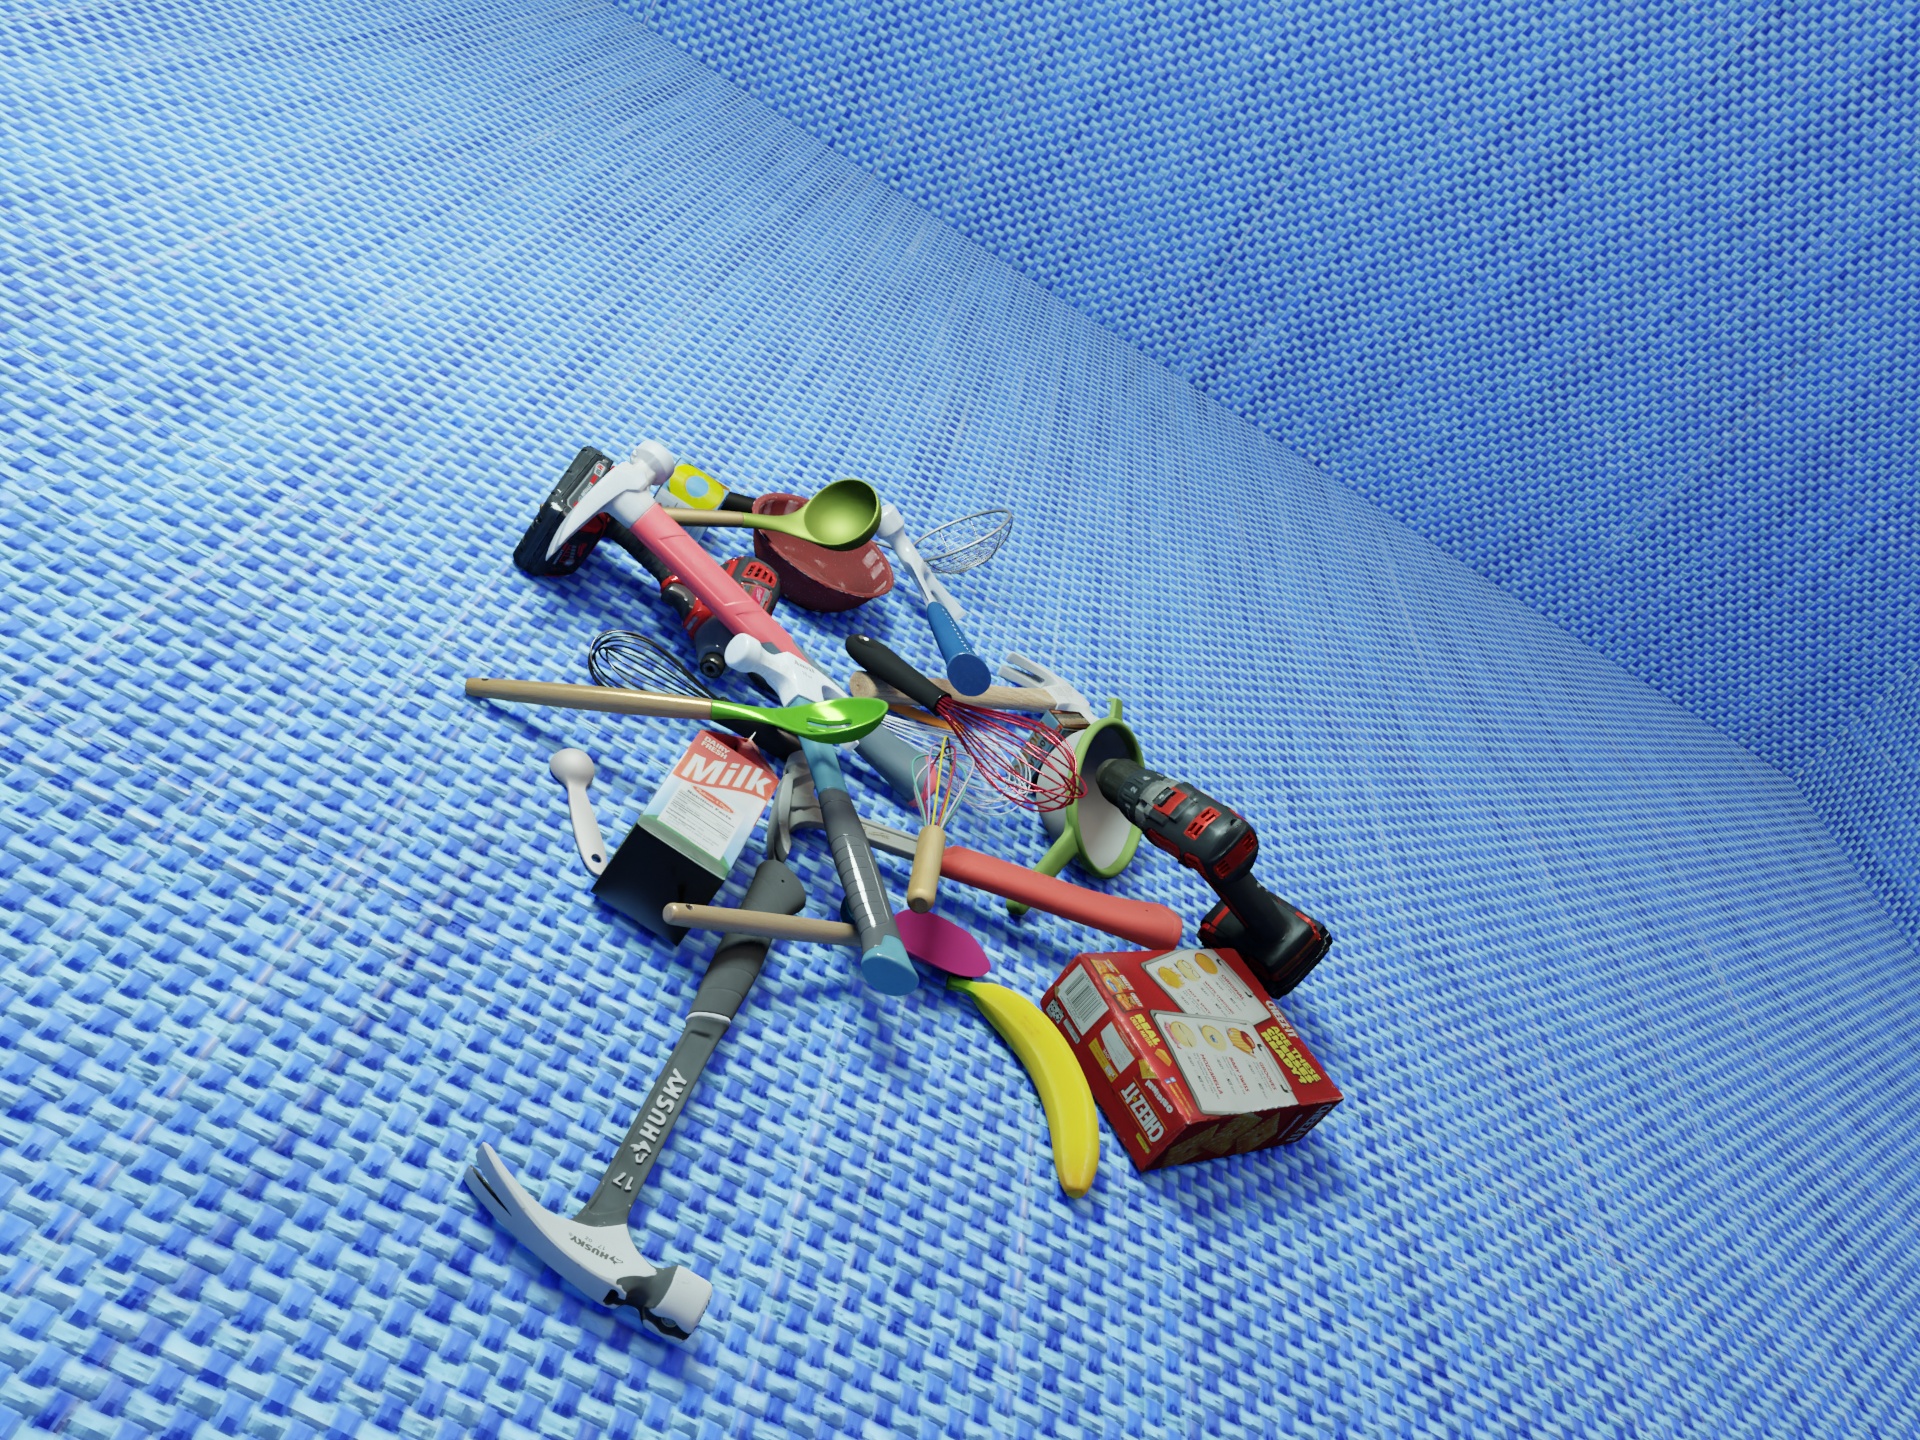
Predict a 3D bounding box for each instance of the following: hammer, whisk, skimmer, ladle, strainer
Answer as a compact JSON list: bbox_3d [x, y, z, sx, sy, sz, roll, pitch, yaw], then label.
[{"bbox_3d":[0.014,-0.026,1.583,0.331,0.031,0.130,4,36,-49],"label":"hammer"},{"bbox_3d":[0.016,0.129,1.302,0.359,0.036,0.149,20,29,-12],"label":"hammer"},{"bbox_3d":[-0.200,-0.007,1.313,0.238,0.055,0.055,28,27,-24],"label":"whisk"},{"bbox_3d":[-0.108,-0.228,1.722,0.363,0.090,0.127,12,0,-34],"label":"skimmer"},{"bbox_3d":[-0.170,-0.057,1.348,0.386,0.038,0.143,45,53,-12],"label":"hammer"},{"bbox_3d":[-0.019,-0.101,1.518,0.144,0.035,0.406,56,4,-21],"label":"hammer"},{"bbox_3d":[-0.002,-0.004,1.397,0.296,0.073,0.073,35,22,34],"label":"whisk"},{"bbox_3d":[-0.227,-0.197,1.484,0.320,0.062,0.078,0,55,-23],"label":"ladle"},{"bbox_3d":[-0.022,0.078,1.261,0.051,0.047,0.245,24,25,-7],"label":"whisk"},{"bbox_3d":[0.088,0.098,1.458,0.069,0.151,0.256,2,30,34],"label":"strainer"},{"bbox_3d":[-0.062,0.009,1.436,0.284,0.070,0.070,25,29,-11],"label":"whisk"},{"bbox_3d":[-0.173,0.203,1.017,0.149,0.036,0.409,32,27,-6],"label":"hammer"},{"bbox_3d":[-0.094,0.069,1.213,0.128,0.033,0.331,27,29,-41],"label":"hammer"}]

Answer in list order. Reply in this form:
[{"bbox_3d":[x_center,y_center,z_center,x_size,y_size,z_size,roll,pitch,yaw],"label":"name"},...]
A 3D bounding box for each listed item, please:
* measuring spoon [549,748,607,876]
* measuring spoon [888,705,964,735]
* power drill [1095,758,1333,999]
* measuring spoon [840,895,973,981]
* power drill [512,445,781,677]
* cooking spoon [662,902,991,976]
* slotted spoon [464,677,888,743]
[{"bbox_3d":[-0.269,0.063,1.146,0.034,0.018,0.124,14,35,-37],"label":"measuring spoon"},{"bbox_3d":[-0.044,-0.011,1.531,0.116,0.011,0.021,23,30,-25],"label":"measuring spoon"},{"bbox_3d":[0.220,0.131,1.422,0.188,0.080,0.226,34,-14,53],"label":"power drill"},{"bbox_3d":[-0.045,0.176,1.235,0.128,0.021,0.042,36,27,-21],"label":"measuring spoon"},{"bbox_3d":[-0.266,-0.128,1.388,0.219,0.078,0.143,33,38,-15],"label":"power drill"},{"bbox_3d":[-0.087,0.155,1.152,0.318,0.017,0.069,16,30,-47],"label":"cooking spoon"},{"bbox_3d":[-0.212,-0.011,1.191,0.313,0.031,0.070,5,21,-3],"label":"slotted spoon"}]
